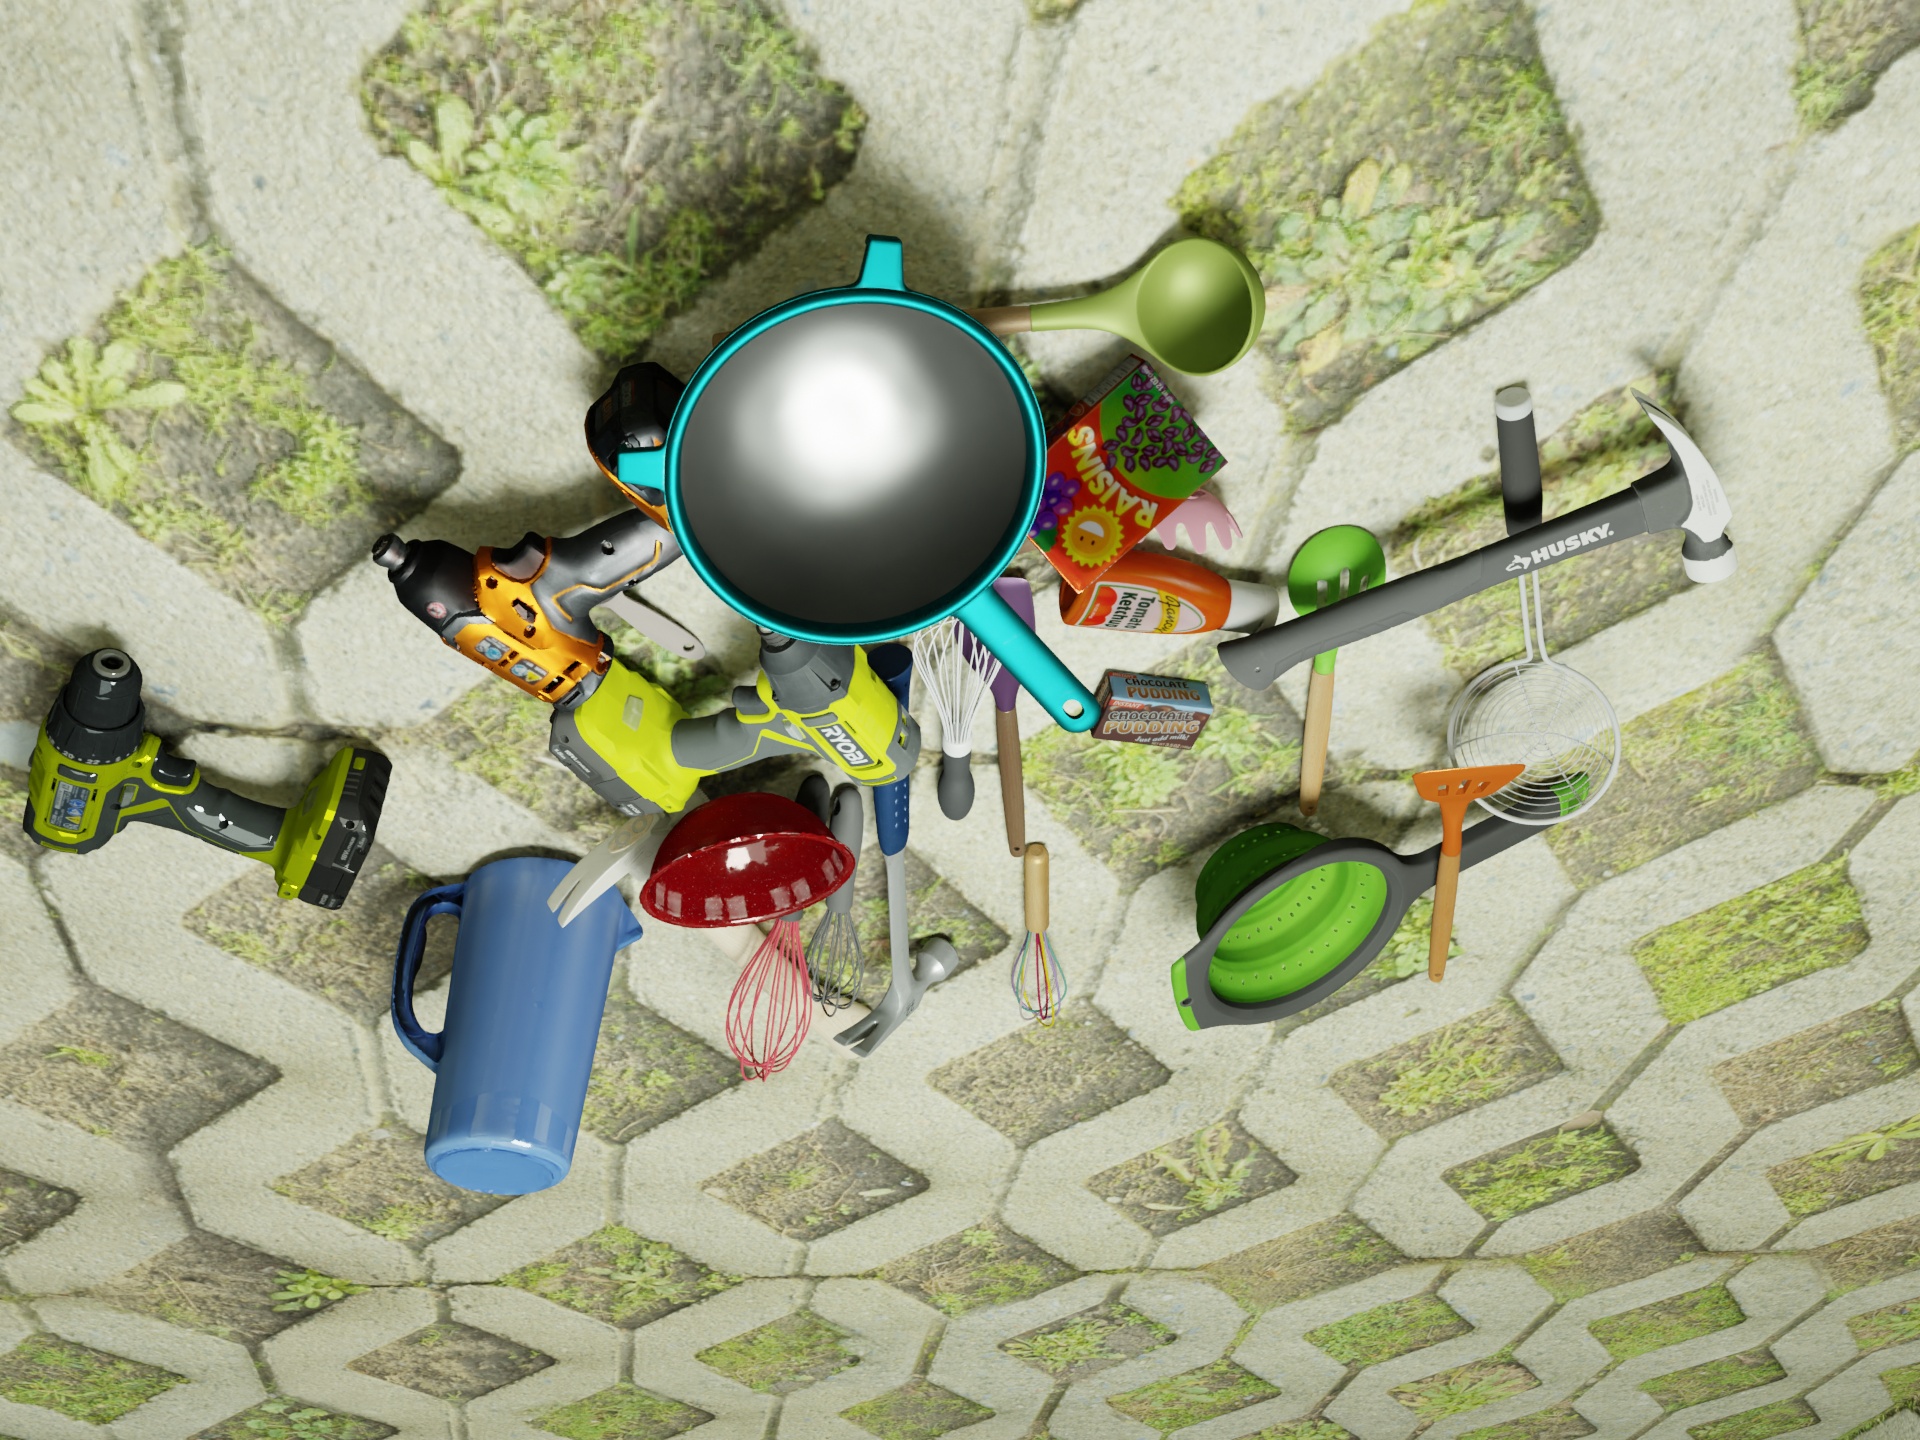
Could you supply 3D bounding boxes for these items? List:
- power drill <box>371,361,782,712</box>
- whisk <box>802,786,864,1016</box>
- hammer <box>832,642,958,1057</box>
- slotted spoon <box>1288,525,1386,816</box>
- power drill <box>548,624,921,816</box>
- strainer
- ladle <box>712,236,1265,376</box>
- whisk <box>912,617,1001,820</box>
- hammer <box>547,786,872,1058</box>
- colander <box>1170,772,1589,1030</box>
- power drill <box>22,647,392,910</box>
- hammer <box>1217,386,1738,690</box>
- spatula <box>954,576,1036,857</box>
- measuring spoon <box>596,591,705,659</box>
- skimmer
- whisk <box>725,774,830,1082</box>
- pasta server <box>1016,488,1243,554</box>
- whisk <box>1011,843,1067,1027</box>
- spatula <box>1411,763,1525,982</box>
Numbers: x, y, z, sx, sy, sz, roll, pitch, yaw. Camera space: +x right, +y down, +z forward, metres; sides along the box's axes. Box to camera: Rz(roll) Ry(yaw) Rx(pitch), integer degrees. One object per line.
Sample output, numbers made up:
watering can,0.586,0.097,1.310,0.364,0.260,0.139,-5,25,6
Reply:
power drill,-0.239,-0.113,0.979,0.226,0.084,0.164,-37,130,22
whisk,-0.101,0.153,1.316,0.055,0.055,0.238,1,125,-9
hammer,-0.055,0.110,1.262,0.035,0.144,0.405,25,138,25
slotted spoon,0.276,-0.023,1.208,0.070,0.031,0.313,-8,140,0
power drill,-0.160,-0.007,1.086,0.223,0.080,0.171,-10,145,23
strainer,-0.026,-0.118,0.936,0.211,0.095,0.340,-37,125,11
ladle,0.014,-0.229,0.918,0.320,0.062,0.078,-4,109,2
whisk,-0.002,-0.005,1.165,0.070,0.070,0.284,-4,146,-4
hammer,-0.184,0.204,1.361,0.146,0.038,0.410,-40,139,-5
colander,0.338,0.119,1.343,0.397,0.095,0.204,-26,136,-6
power drill,-0.535,0.044,1.135,0.228,0.080,0.190,20,132,-23
hammer,0.331,-0.099,1.057,0.335,0.035,0.146,-21,124,17
spatula,0.034,0.005,1.212,0.060,0.018,0.315,1,139,8
measuring spoon,-0.220,-0.075,1.093,0.034,0.018,0.124,-35,139,16
skimmer,0.397,-0.068,1.124,0.127,0.090,0.362,9,144,30
whisk,-0.144,0.174,1.298,0.073,0.073,0.295,7,116,-15
pasta server,0.029,-0.106,1.029,0.316,0.060,0.040,-13,113,-8
whisk,0.071,0.196,1.415,0.051,0.047,0.244,-4,135,-1
spatula,0.395,0.126,1.282,0.081,0.041,0.322,-5,137,7
